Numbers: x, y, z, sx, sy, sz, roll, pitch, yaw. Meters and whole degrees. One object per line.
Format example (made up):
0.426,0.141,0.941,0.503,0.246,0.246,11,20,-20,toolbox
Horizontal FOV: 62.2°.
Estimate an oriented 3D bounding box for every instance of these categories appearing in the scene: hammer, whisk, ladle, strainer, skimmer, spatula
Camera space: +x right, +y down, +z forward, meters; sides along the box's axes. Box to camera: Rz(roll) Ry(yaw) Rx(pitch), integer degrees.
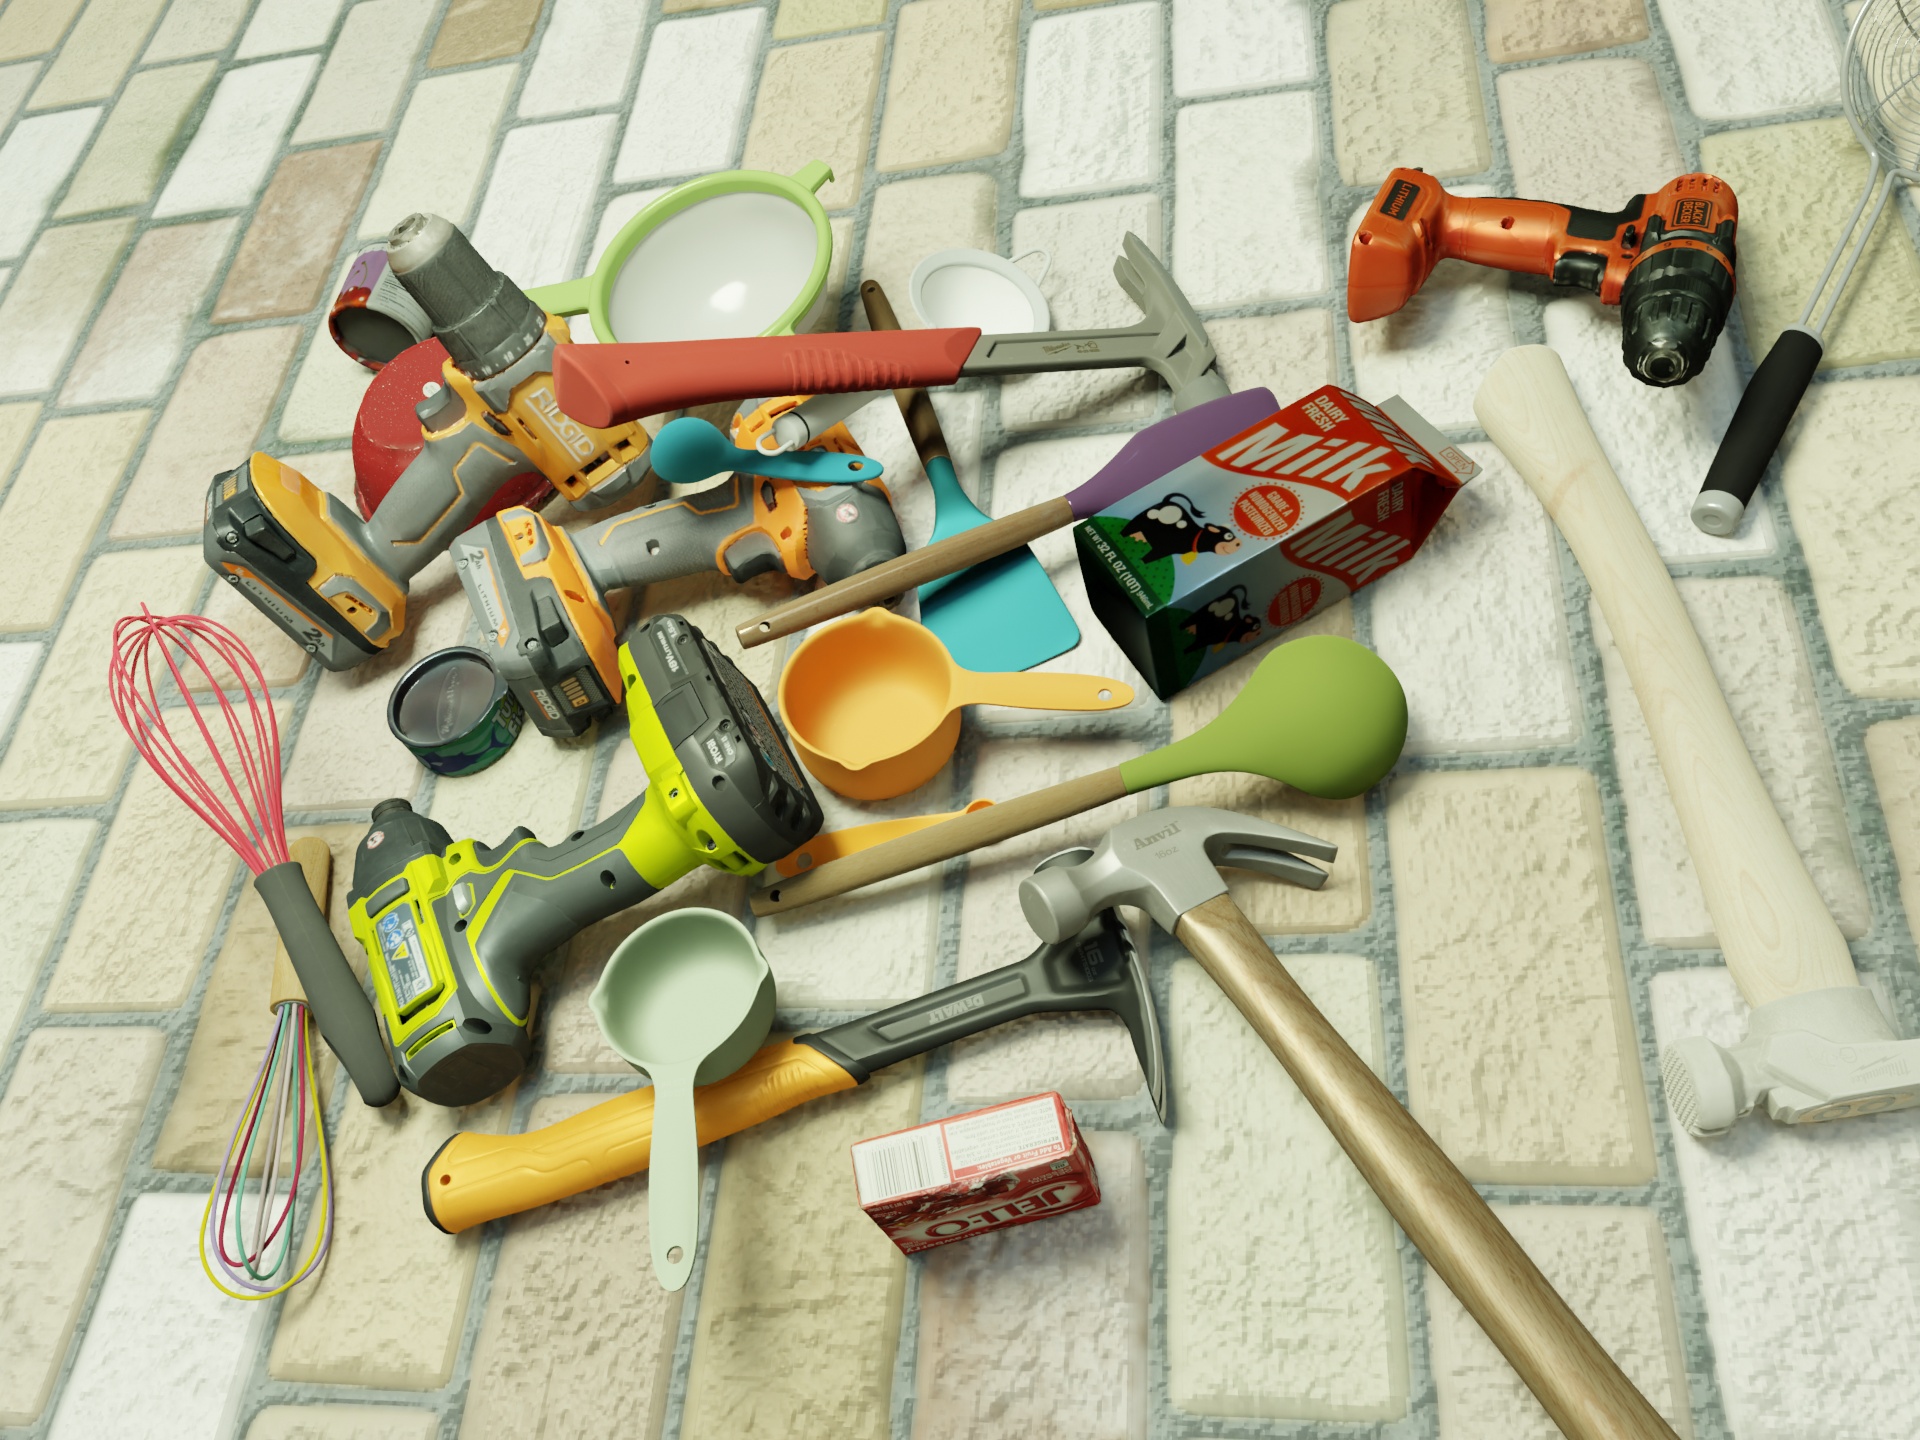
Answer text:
0.329,-0.023,0.717,0.146,0.038,0.411,-12,55,6,hammer
-0.332,0.160,0.774,0.047,0.051,0.245,-19,51,9,whisk
0.053,0.038,0.748,0.320,0.062,0.078,-19,77,8,ladle
-0.030,-0.204,0.893,0.087,0.050,0.258,42,50,7,strainer
-0.346,0.060,0.788,0.073,0.073,0.296,-31,74,-6,whisk
0.462,-0.246,0.794,0.127,0.090,0.363,35,71,-2,skimmer
-0.033,-0.197,0.840,0.359,0.036,0.149,-9,56,-22,hammer
-0.017,-0.152,0.906,0.082,0.044,0.318,-20,50,3,spatula
0.033,-0.098,0.823,0.316,0.018,0.060,-22,90,-11,spatula
-0.187,-0.241,0.951,0.256,0.069,0.152,-5,62,17,strainer
0.166,0.161,0.629,0.130,0.031,0.332,-23,57,-23,hammer
-0.078,0.166,0.705,0.337,0.034,0.127,-20,54,2,hammer

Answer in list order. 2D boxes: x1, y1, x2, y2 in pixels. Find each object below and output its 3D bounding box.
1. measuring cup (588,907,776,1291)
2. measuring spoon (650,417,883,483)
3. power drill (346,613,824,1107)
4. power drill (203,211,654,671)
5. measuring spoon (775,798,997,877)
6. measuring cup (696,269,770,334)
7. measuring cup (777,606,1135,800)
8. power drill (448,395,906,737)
-0.114,0.161,0.675,0.083,0.038,0.168,-12,54,8,measuring cup
-0.104,-0.143,0.839,0.128,0.021,0.042,6,54,11,measuring spoon
-0.193,0.056,0.771,0.223,0.080,0.171,-35,54,4,power drill
-0.307,-0.152,0.875,0.226,0.185,0.084,-34,41,3,power drill
-0.035,0.060,0.779,0.117,0.011,0.021,-14,73,10,measuring spoon
-0.186,-0.244,1.015,0.156,0.029,0.062,-23,61,14,measuring cup
-0.001,-0.003,0.788,0.173,0.052,0.095,1,57,6,measuring cup
-0.143,-0.082,0.860,0.226,0.084,0.164,-27,54,-8,power drill
